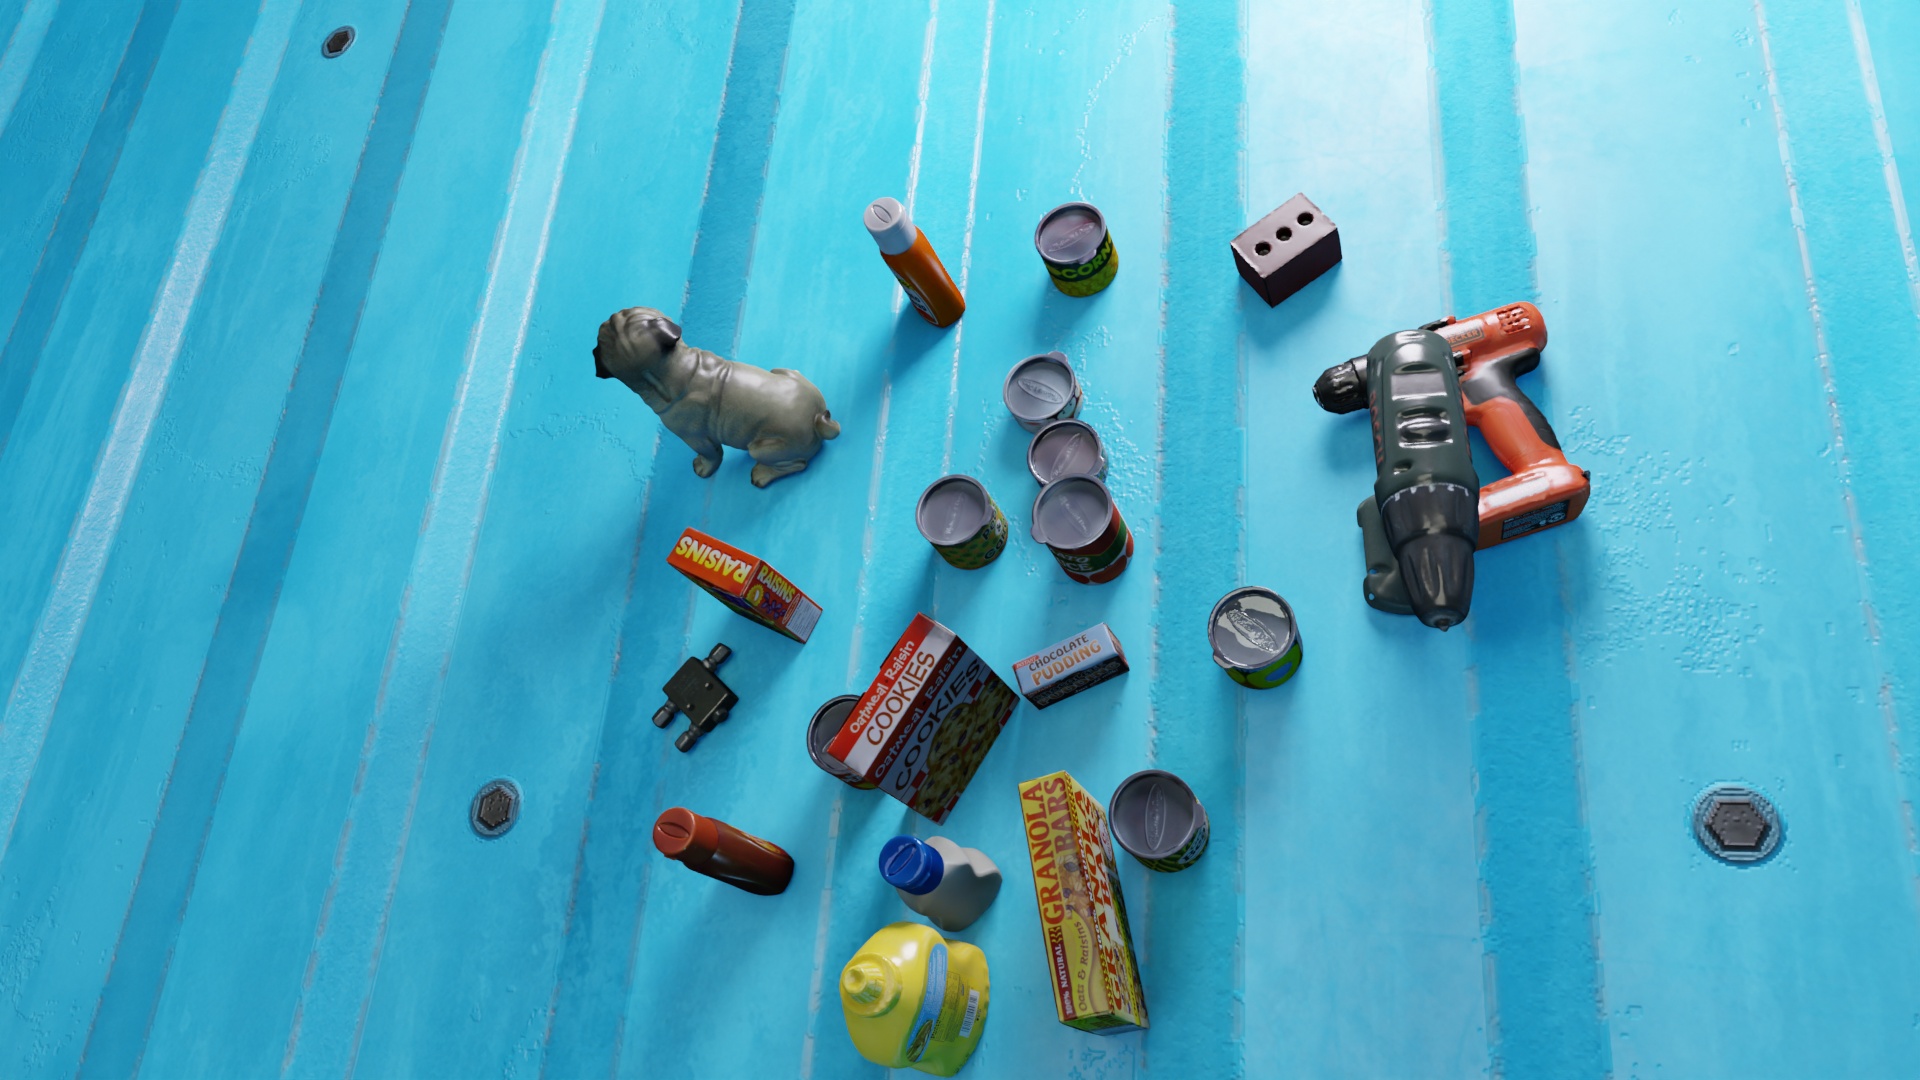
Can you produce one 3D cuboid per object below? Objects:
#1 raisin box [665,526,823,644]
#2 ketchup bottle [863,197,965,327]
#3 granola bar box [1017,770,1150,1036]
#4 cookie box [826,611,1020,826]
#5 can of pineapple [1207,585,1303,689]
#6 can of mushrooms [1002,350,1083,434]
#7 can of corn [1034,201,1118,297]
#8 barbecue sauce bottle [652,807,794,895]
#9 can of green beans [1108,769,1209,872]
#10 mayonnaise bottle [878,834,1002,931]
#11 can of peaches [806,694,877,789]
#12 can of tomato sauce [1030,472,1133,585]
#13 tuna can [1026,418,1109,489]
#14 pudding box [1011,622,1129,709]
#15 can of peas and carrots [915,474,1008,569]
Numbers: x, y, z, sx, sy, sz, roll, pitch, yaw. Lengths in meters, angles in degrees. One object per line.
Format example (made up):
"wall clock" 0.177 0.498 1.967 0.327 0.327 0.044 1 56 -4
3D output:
"raisin box" -0.184 0.040 1.193 0.086 0.123 0.040 23 77 27
"ketchup bottle" -0.043 -0.254 1.262 0.043 0.148 0.065 -42 60 -1
"granola bar box" 0.087 0.262 0.991 0.039 0.124 0.166 -17 62 13
"cookie box" -0.024 0.140 1.063 0.040 0.167 0.123 27 79 28
"can of pineapple" 0.225 0.076 1.064 0.071 0.057 0.071 -8 64 17
"can of mushrooms" 0.075 -0.130 1.228 0.071 0.033 0.071 -8 64 17
"can of corn" 0.108 -0.262 1.262 0.071 0.058 0.071 -8 64 17
"barbecue sauce bottle" -0.188 0.243 1.087 0.065 0.148 0.044 13 72 25
"can of green beans" 0.148 0.209 1.031 0.071 0.057 0.071 -8 64 17
"mayonnaise bottle" -0.017 0.248 1.022 0.041 0.147 0.065 39 84 30
"can of peaches" -0.083 0.168 1.136 0.071 0.058 0.071 -8 64 17
"can of tomato sauce" 0.100 -0.006 1.133 0.071 0.083 0.071 -8 64 17
"tuna can" 0.095 -0.068 1.192 0.071 0.032 0.071 -8 64 17
"pudding box" 0.088 0.101 1.108 0.083 0.049 0.030 -25 61 8
"can of peas and carrots" 0.004 -0.015 1.187 0.071 0.058 0.071 -8 64 17
